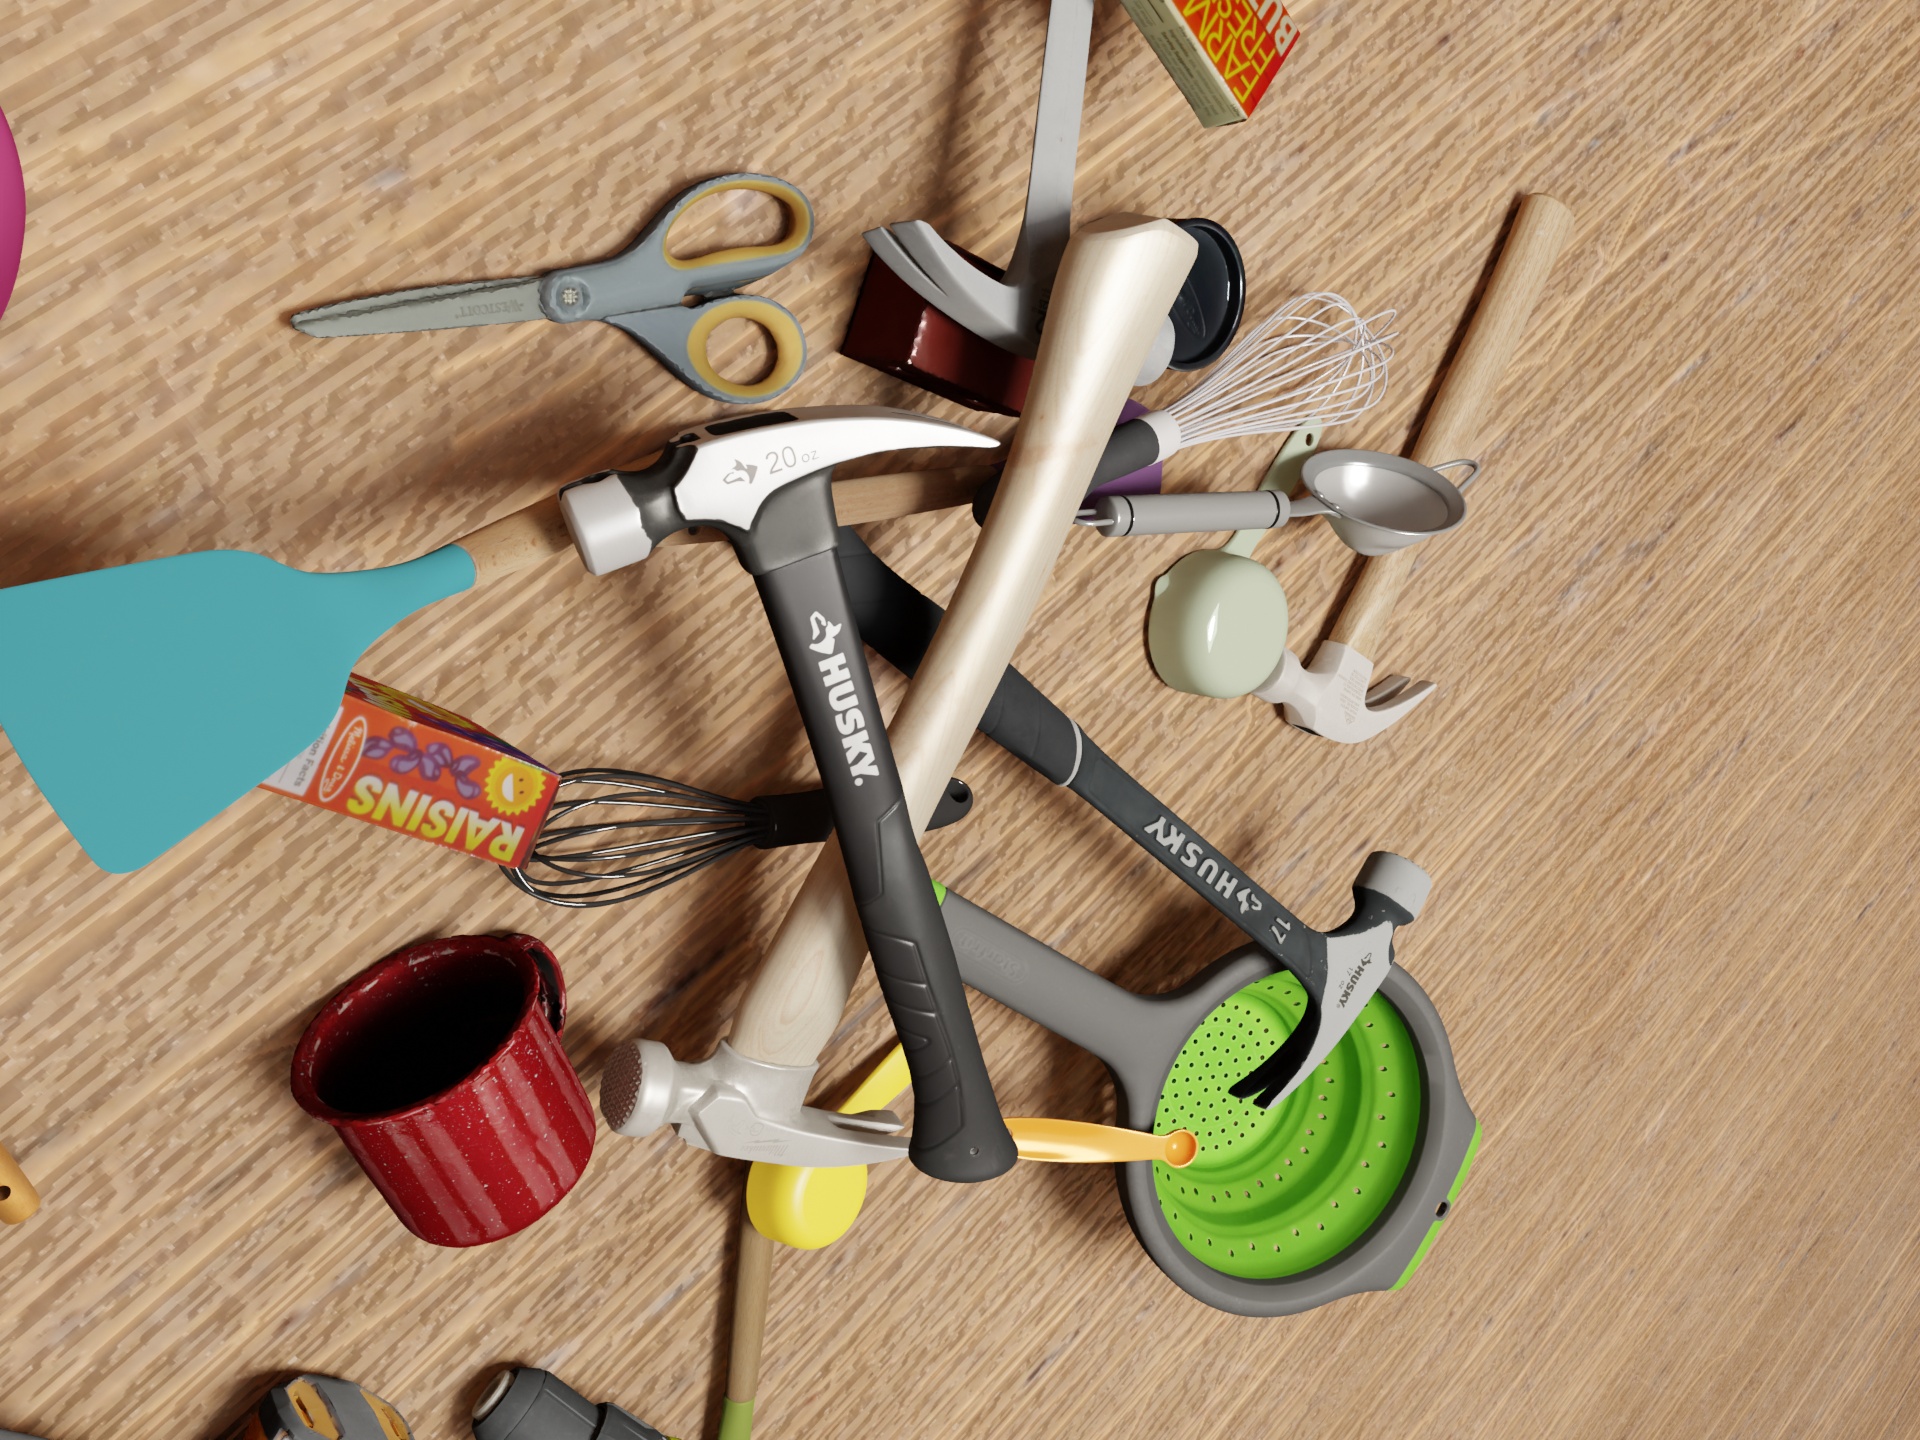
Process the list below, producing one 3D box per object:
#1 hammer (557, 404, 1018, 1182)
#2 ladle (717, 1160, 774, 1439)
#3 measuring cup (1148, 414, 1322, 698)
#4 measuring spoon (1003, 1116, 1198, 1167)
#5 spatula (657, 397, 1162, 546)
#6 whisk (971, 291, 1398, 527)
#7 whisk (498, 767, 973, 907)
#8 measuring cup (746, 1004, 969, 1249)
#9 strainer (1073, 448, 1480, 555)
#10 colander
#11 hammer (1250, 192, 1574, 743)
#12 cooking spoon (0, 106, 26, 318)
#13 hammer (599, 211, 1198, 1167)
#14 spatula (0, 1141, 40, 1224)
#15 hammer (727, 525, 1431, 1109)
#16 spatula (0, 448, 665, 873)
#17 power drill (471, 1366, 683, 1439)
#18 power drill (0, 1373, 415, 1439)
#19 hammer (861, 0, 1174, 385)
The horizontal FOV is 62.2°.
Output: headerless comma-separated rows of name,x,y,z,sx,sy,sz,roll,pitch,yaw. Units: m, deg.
hammer,-0.026,0.042,0.602,0.146,0.035,0.334,-22,117,-15
ladle,-0.096,0.297,0.741,0.078,0.062,0.320,1,101,-29
measuring cup,0.158,-0.087,0.825,0.083,0.038,0.167,37,80,-39
measuring spoon,0.062,0.205,0.776,0.117,0.011,0.021,8,92,-16
spatula,-0.005,-0.101,0.675,0.316,0.018,0.059,-18,114,-46
whisk,0.110,-0.141,0.741,0.284,0.070,0.070,-29,120,-34
whisk,-0.085,0.041,0.676,0.239,0.055,0.055,-4,107,-42
measuring cup,-0.037,0.184,0.748,0.156,0.029,0.062,-41,123,-36
strainer,0.158,-0.103,0.784,0.258,0.087,0.050,-7,129,-32
colander,0.097,0.169,0.842,0.396,0.094,0.204,32,84,-22
hammer,0.268,-0.141,0.899,0.130,0.031,0.331,27,87,-40
cooking spoon,-0.323,-0.041,0.477,0.068,0.017,0.319,1,104,-35
hammer,-0.001,-0.002,0.643,0.146,0.038,0.410,19,101,-34
spatula,-0.358,0.025,0.453,0.081,0.041,0.322,-31,121,-22
hammer,0.058,0.030,0.726,0.408,0.036,0.149,38,75,-24
spatula,-0.157,-0.058,0.532,0.317,0.044,0.082,-39,106,-52
power drill,-0.182,0.409,0.673,0.190,0.080,0.228,42,78,-9
power drill,-0.328,0.311,0.551,0.226,0.084,0.185,36,83,-44
hammer,0.047,-0.346,0.619,0.144,0.035,0.405,5,93,-40
